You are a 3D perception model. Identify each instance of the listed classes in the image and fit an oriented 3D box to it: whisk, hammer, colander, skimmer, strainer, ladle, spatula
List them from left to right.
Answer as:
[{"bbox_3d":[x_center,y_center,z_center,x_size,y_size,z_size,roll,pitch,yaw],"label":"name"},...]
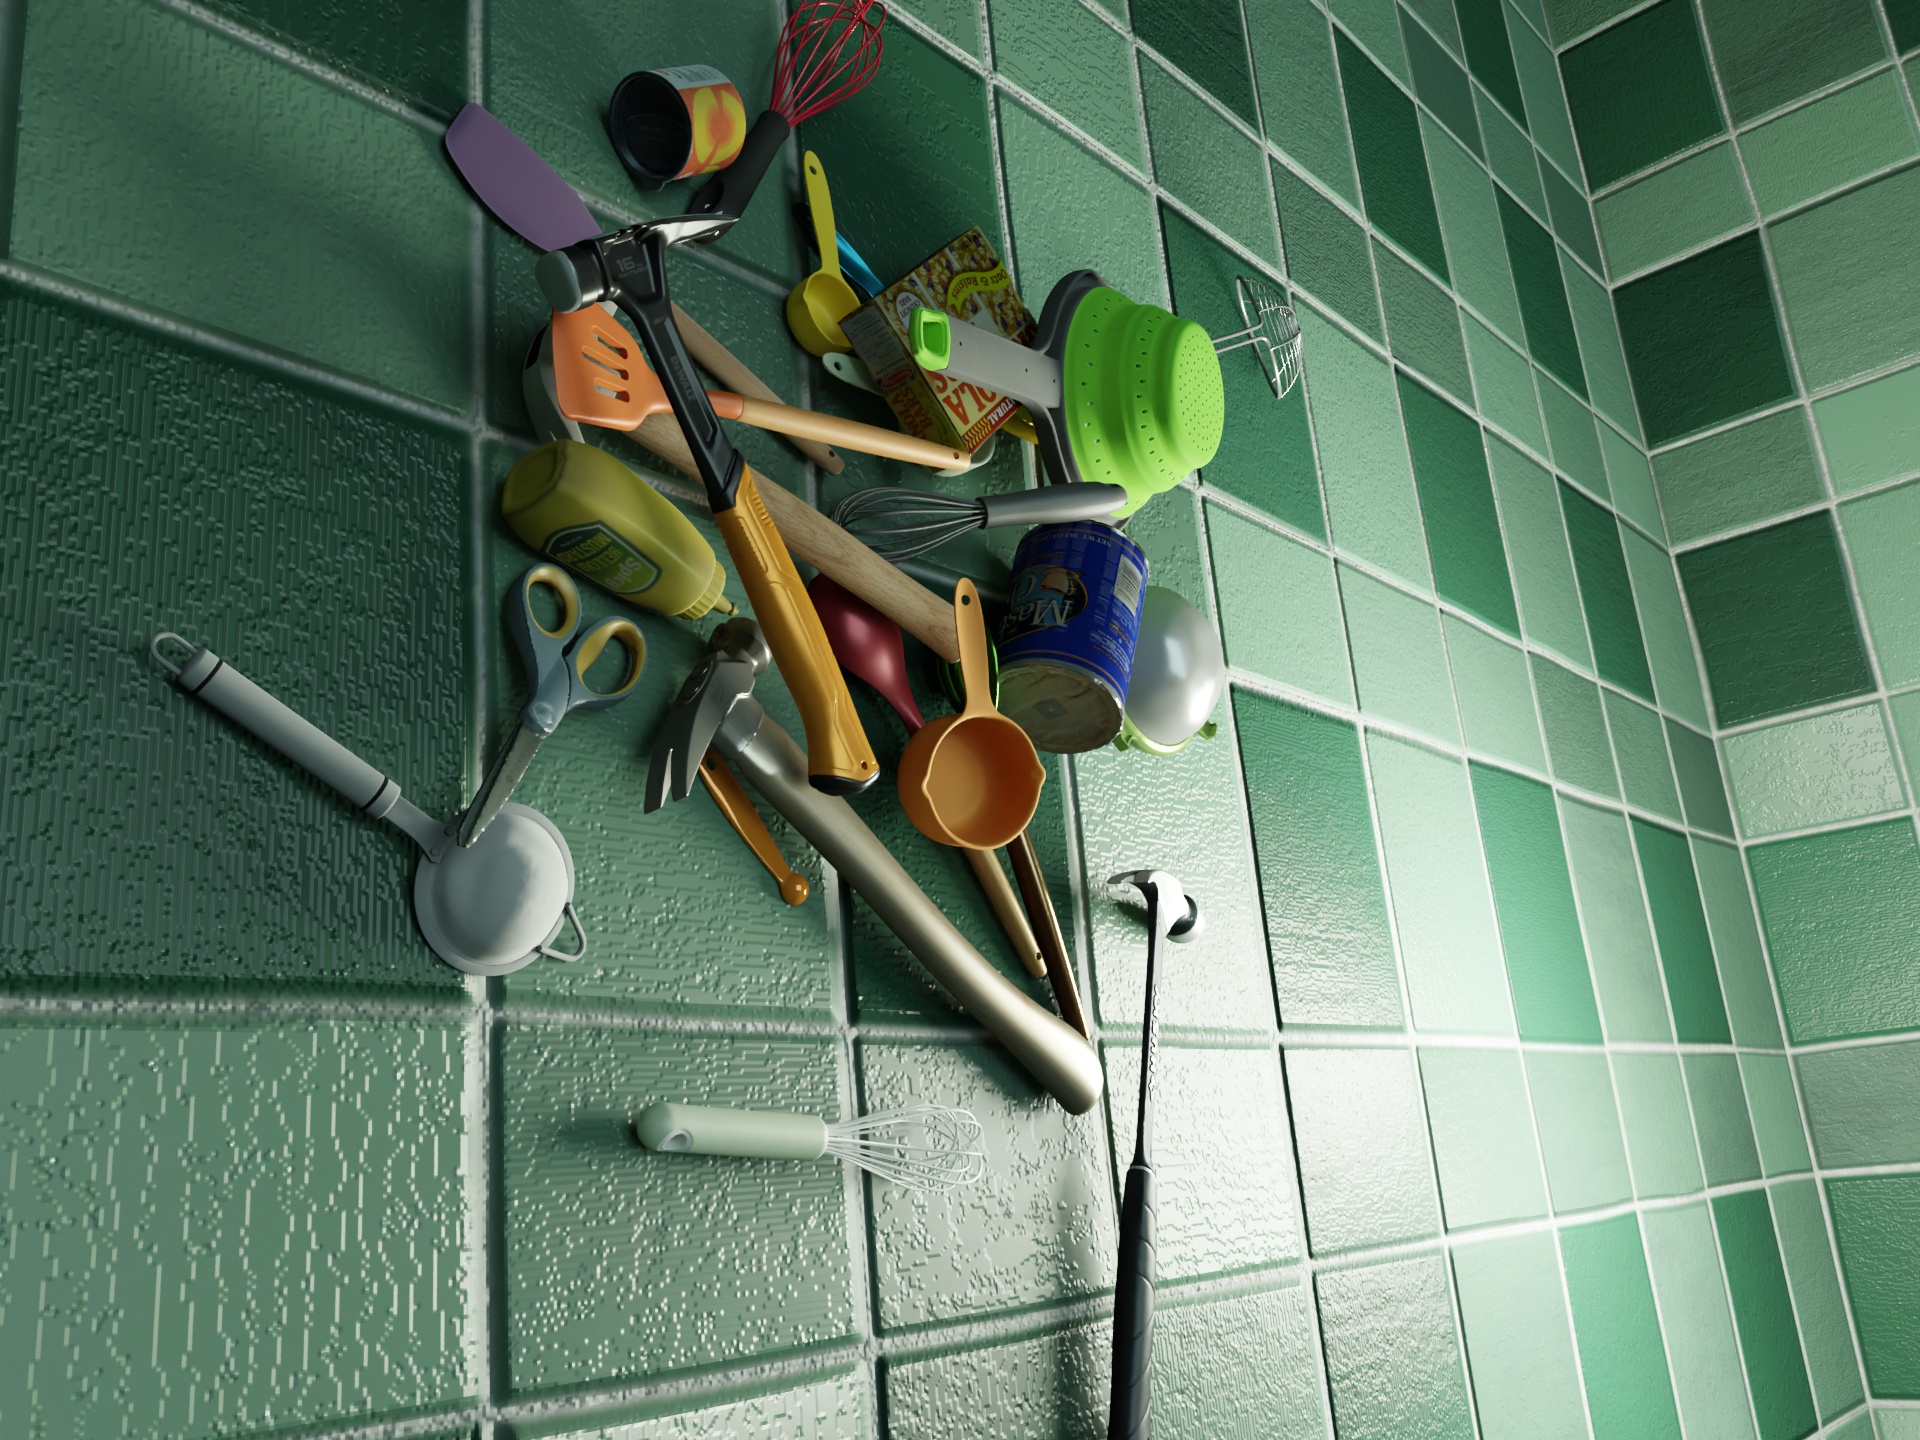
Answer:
[{"bbox_3d":[-0.267,0.042,0.751,0.258,0.050,0.087,42,61,-27],"label":"strainer"},{"bbox_3d":[-0.185,-0.252,0.985,0.315,0.018,0.060,39,49,-32],"label":"spatula"},{"bbox_3d":[-0.117,-0.114,0.895,0.127,0.034,0.336,-35,109,-43],"label":"hammer"},{"bbox_3d":[-0.119,-0.130,0.974,0.331,0.031,0.130,34,53,-28],"label":"hammer"},{"bbox_3d":[-0.109,-0.186,0.955,0.322,0.041,0.081,5,76,-43],"label":"spatula"},{"bbox_3d":[-0.121,-0.424,1.102,0.073,0.073,0.296,45,50,-29],"label":"whisk"},{"bbox_3d":[-0.077,0.236,0.899,0.246,0.057,0.059,18,27,-42],"label":"whisk"},{"bbox_3d":[-0.035,0.125,0.984,0.410,0.038,0.146,50,35,-27],"label":"hammer"},{"bbox_3d":[-0.014,0.039,1.066,0.069,0.031,0.315,-40,108,-45],"label":"ladle"},{"bbox_3d":[0.017,-0.144,1.101,0.239,0.055,0.055,-11,83,-27],"label":"whisk"},{"bbox_3d":[0.099,-0.243,1.139,0.397,0.094,0.204,-1,90,-60],"label":"colander"},{"bbox_3d":[0.126,0.297,1.099,0.149,0.036,0.409,47,44,-56],"label":"hammer"},{"bbox_3d":[0.162,-0.102,1.297,0.151,0.069,0.256,-5,80,-51],"label":"strainer"},{"bbox_3d":[0.210,-0.337,1.486,0.363,0.090,0.127,-26,98,-41],"label":"skimmer"}]

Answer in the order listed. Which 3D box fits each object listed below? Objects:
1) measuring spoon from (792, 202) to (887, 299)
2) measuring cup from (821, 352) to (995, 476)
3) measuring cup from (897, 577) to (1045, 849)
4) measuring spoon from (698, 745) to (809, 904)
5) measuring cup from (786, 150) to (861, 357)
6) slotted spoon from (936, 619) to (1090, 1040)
[{"bbox_3d":[-0.078,-0.320,1.147,0.128,0.021,0.042,45,59,-17],"label":"measuring spoon"},{"bbox_3d":[-0.044,-0.223,1.129,0.167,0.038,0.083,14,64,-44],"label":"measuring cup"},{"bbox_3d":[-0.002,-0.003,1.029,0.095,0.052,0.173,-5,90,-33],"label":"measuring cup"},{"bbox_3d":[-0.122,0.060,0.937,0.116,0.011,0.021,58,40,-16],"label":"measuring spoon"},{"bbox_3d":[-0.102,-0.324,1.109,0.062,0.029,0.157,10,66,-48],"label":"measuring cup"},{"bbox_3d":[0.039,0.077,1.097,0.031,0.070,0.313,-21,98,-29],"label":"slotted spoon"}]
